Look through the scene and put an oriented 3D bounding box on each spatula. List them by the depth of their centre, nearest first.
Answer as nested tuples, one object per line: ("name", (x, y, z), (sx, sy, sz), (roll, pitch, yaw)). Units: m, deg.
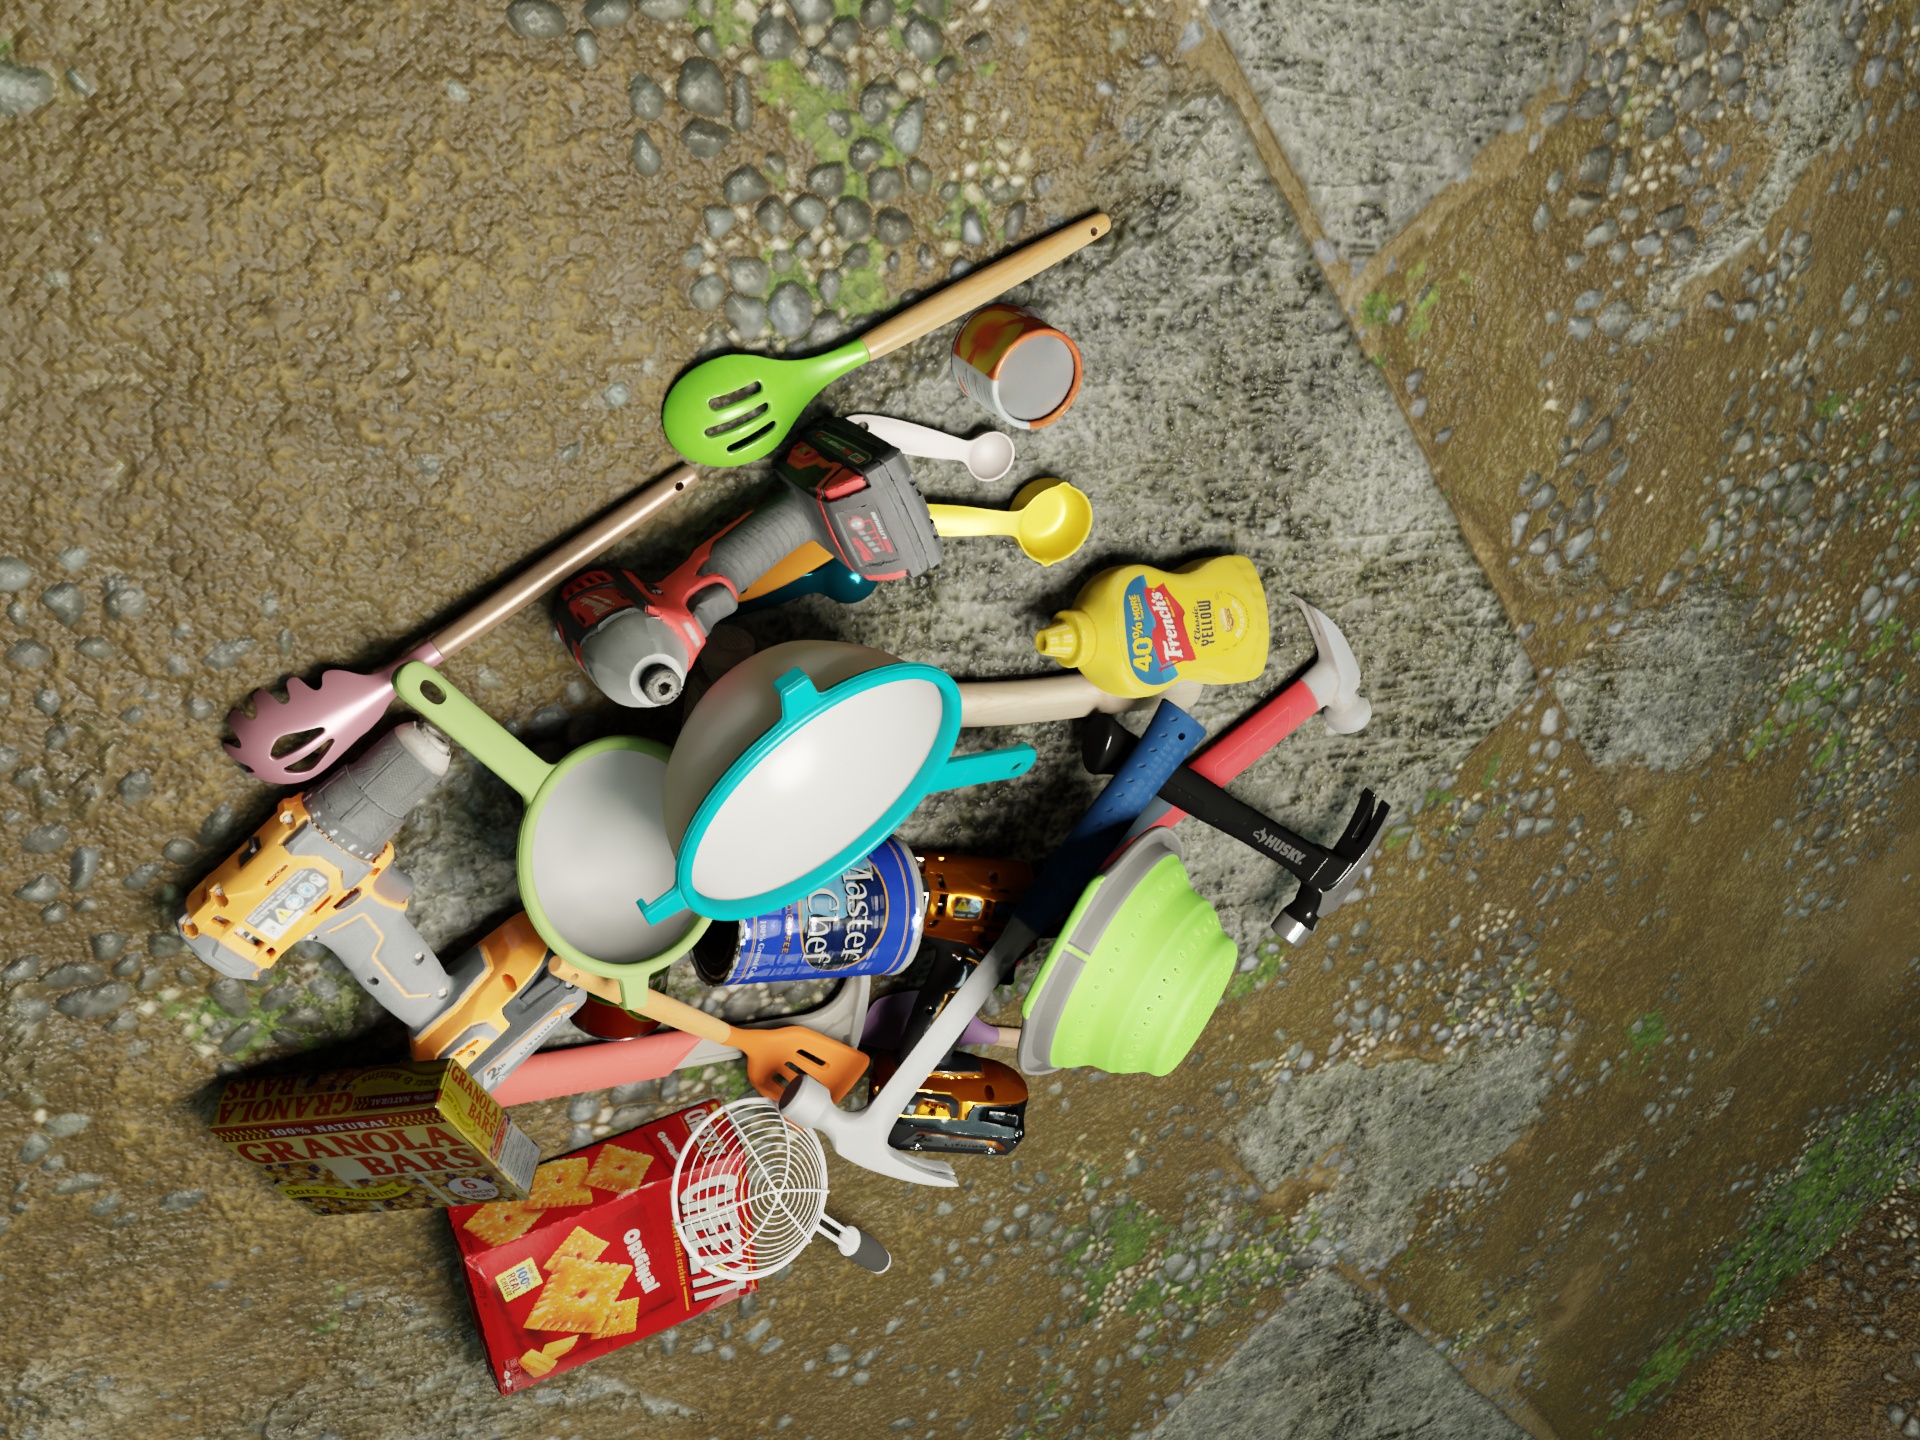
("spatula", (-0.174, 0.218, 1.105), (0.081, 0.041, 0.322), (-46, 144, 2))
("spatula", (0.049, 0.269, 1.354), (0.315, 0.018, 0.059), (16, 108, -36))

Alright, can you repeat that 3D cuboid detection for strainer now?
("strainer", (-0.258, 0.053, 0.983), (0.256, 0.069, 0.151), (46, 57, -29))
("strainer", (-0.071, 0.015, 1.038), (0.340, 0.095, 0.211), (-7, 137, -55))

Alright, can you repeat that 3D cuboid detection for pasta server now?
("pasta server", (-0.290, -0.061, 0.944), (0.316, 0.040, 0.060), (-37, 130, -11))

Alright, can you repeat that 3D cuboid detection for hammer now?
("hammer", (-0.002, -0.004, 1.143), (0.410, 0.038, 0.146), (-4, 122, -29))
("hammer", (-0.236, 0.239, 1.154), (0.359, 0.037, 0.149), (-4, 120, -29))
("hammer", (0.046, 0.160, 1.158), (0.144, 0.035, 0.405), (37, 91, -16))
("hammer", (0.217, 0.070, 1.268), (0.334, 0.035, 0.146), (29, 101, -37))
("hammer", (0.160, 0.060, 1.277), (0.386, 0.038, 0.143), (-38, 129, -5))

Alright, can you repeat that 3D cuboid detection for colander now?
("colander", (0.158, 0.198, 1.213), (0.204, 0.094, 0.396), (-61, 160, 1))

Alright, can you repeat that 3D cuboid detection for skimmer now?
("skimmer", (-0.128, 0.393, 1.259), (0.363, 0.090, 0.127), (70, 36, -63))

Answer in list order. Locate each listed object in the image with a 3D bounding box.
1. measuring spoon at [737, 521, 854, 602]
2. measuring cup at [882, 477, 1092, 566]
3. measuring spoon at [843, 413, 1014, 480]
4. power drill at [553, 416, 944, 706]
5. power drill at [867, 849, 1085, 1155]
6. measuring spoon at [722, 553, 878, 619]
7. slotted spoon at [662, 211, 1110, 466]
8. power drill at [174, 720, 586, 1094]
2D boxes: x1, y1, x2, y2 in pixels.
("measuring spoon", (-0.103, -0.105, 1.028), (0.117, 0.011, 0.021), (-27, 86, -15))
("measuring cup", (0.015, -0.139, 1.078), (0.156, 0.029, 0.062), (-1, 119, -24))
("measuring spoon", (-0.022, -0.183, 1.036), (0.124, 0.018, 0.034), (8, 113, -27))
("power drill", (-0.129, -0.086, 0.947), (0.219, 0.143, 0.078), (-33, 124, -12))
("power drill", (0.018, 0.214, 1.220), (0.164, 0.084, 0.226), (7, 103, -14))
("measuring spoon", (-0.109, -0.082, 1.038), (0.128, 0.021, 0.042), (-17, 126, -22))
("slotted spoon", (-0.038, -0.242, 0.980), (0.314, 0.031, 0.070), (-31, 128, -13))
("power drill", (-0.336, 0.119, 0.995), (0.185, 0.084, 0.226), (-44, 126, -1))
